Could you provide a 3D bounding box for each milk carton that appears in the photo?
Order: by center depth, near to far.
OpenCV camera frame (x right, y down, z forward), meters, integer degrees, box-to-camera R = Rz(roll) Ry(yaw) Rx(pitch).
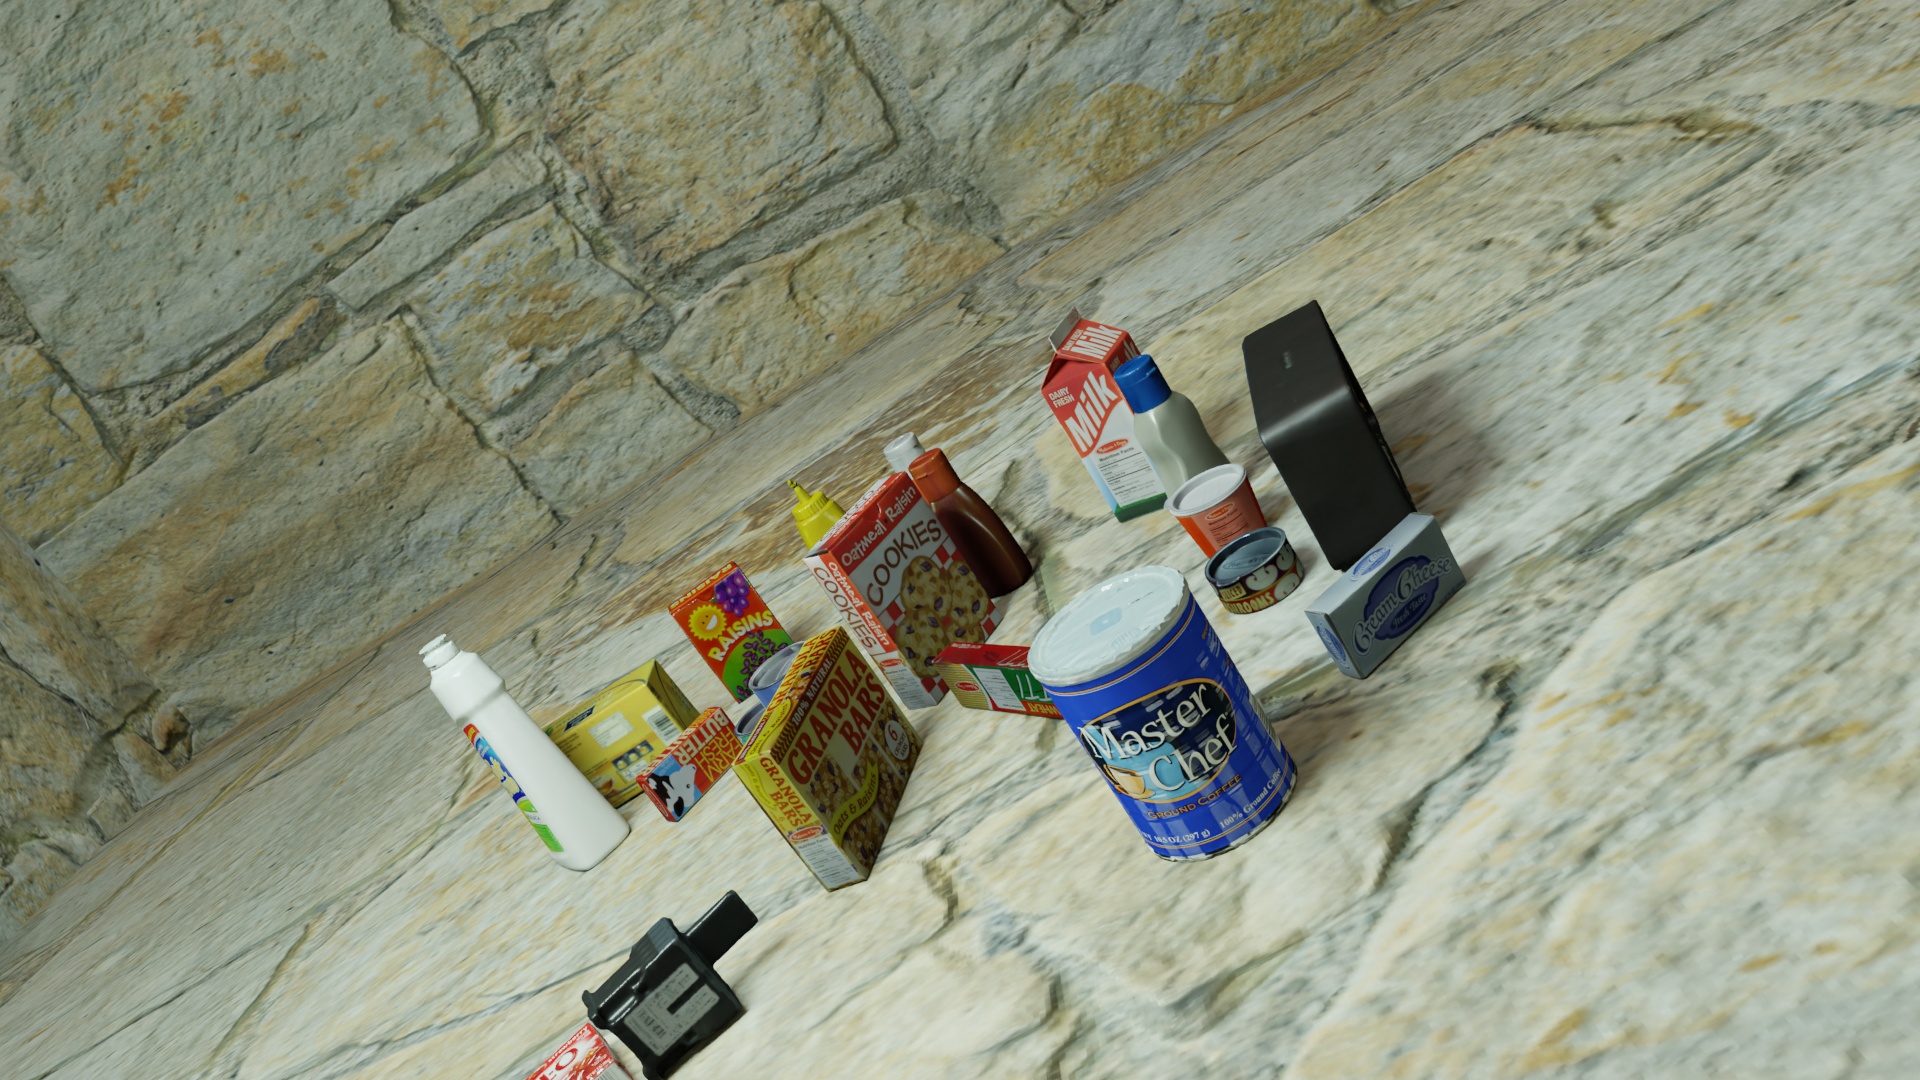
[{"bbox_3d":[0.139,-0.120,1.268,0.073,0.190,0.073,-20,21,35],"label":"milk carton"}]

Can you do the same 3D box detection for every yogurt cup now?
[{"bbox_3d":[0.209,-0.021,1.114,0.072,0.054,0.072,-30,18,11],"label":"yogurt cup"}]

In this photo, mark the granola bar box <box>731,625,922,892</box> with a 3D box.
[{"bbox_3d":[-0.095,0.160,1.041,0.039,0.124,0.166,-25,19,25],"label":"granola bar box"}]

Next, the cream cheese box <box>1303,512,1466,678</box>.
[{"bbox_3d":[0.267,0.034,0.869,0.104,0.053,0.024,-39,18,-17],"label":"cream cheese box"}]

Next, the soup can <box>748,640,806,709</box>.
[{"bbox_3d":[-0.134,0.140,1.226,0.071,0.083,0.071,-30,18,11],"label":"soup can"}]

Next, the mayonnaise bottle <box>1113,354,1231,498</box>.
[{"bbox_3d":[0.181,-0.088,1.183,0.065,0.147,0.041,-43,20,-28],"label":"mayonnaise bottle"}]

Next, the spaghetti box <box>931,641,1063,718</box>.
[{"bbox_3d":[0.064,0.106,1.033,0.029,0.050,0.249,-42,20,-27],"label":"spaghetti box"}]

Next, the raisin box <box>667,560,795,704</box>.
[{"bbox_3d":[-0.235,0.096,1.451,0.086,0.123,0.040,-36,17,-8],"label":"raisin box"}]

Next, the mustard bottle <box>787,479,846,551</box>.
[{"bbox_3d":[-0.135,-0.003,1.479,0.065,0.160,0.049,-33,17,2],"label":"mustard bottle"}]

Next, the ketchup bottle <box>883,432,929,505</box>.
[{"bbox_3d":[-0.024,-0.039,1.403,0.043,0.148,0.065,-24,20,27],"label":"ketchup bottle"}]

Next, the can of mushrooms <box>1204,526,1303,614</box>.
[{"bbox_3d":[0.215,0.024,1.020,0.071,0.033,0.071,-30,18,11],"label":"can of mushrooms"}]

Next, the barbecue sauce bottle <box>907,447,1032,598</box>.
[{"bbox_3d":[0.005,-0.016,1.295,0.064,0.148,0.044,-21,21,34],"label":"barbecue sauce bottle"}]

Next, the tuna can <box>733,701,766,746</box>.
[{"bbox_3d":[-0.173,0.171,1.294,0.071,0.032,0.071,-30,18,11],"label":"tuna can"}]

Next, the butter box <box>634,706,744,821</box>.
[{"bbox_3d":[-0.249,0.207,1.296,0.024,0.053,0.104,-12,27,49],"label":"butter box"}]

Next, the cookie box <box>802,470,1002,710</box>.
[{"bbox_3d":[-0.046,0.042,1.197,0.040,0.167,0.123,-16,24,43],"label":"cookie box"}]
